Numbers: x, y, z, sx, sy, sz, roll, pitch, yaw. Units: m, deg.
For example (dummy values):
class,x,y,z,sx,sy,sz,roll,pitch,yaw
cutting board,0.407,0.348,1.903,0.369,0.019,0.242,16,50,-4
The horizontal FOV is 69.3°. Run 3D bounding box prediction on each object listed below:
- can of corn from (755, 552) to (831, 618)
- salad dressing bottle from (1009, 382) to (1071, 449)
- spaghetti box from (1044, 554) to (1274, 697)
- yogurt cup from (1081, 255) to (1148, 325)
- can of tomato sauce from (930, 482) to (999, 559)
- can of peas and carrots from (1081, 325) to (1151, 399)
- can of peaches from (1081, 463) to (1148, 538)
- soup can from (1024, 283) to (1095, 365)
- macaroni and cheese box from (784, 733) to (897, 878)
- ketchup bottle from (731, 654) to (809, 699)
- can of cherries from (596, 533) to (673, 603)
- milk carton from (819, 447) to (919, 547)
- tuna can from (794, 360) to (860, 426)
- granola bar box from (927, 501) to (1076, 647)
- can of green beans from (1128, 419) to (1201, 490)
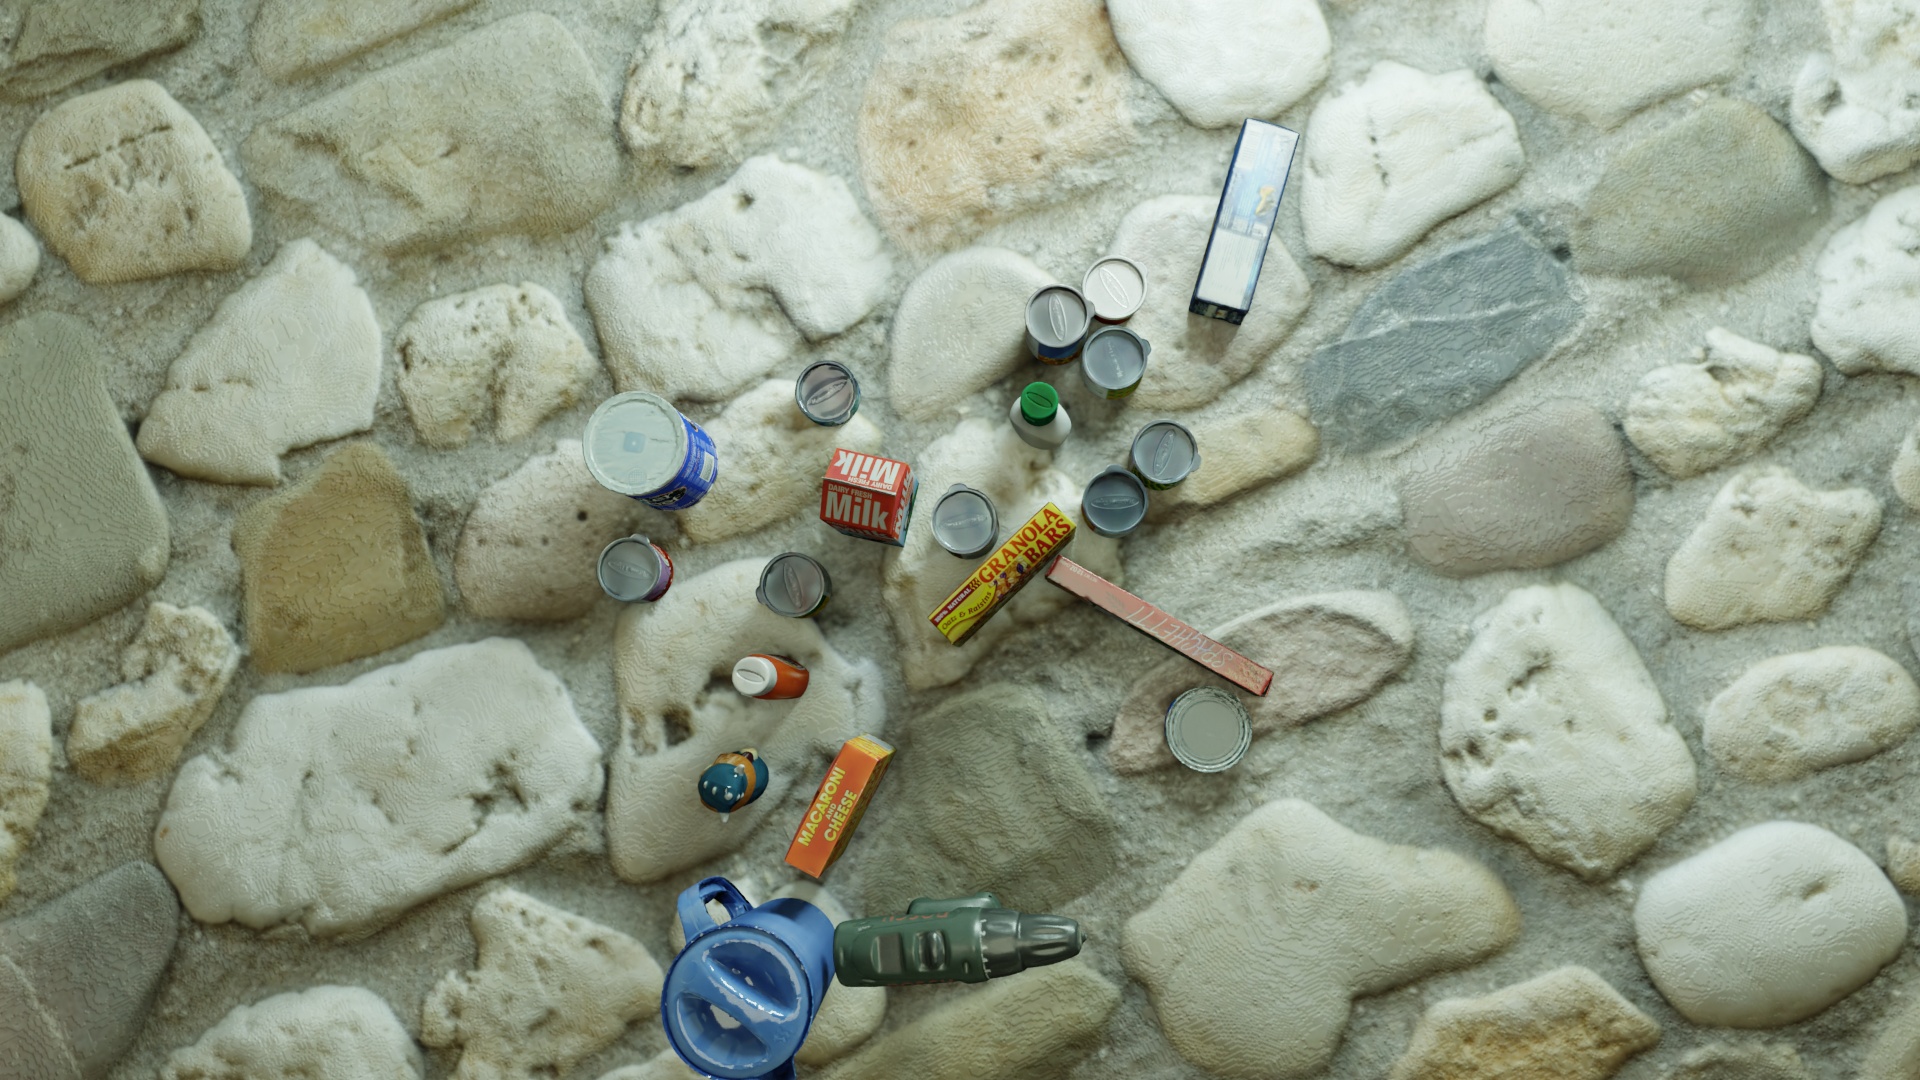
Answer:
class,x,y,z,sx,sy,sz,roll,pitch,yaw
can of corn,-0.171,0.048,1.429,0.071,0.058,0.071,0,84,3
salad dressing bottle,0.079,-0.125,1.388,0.064,0.147,0.044,29,87,6
spaghetti box,0.200,0.087,1.407,0.250,0.050,0.028,29,87,6
yogurt cup,0.159,-0.257,1.445,0.072,0.054,0.072,0,84,3
can of tomato sauce,0.005,-0.018,1.413,0.071,0.083,0.071,0,84,3
can of peas and carrots,0.160,-0.184,1.434,0.071,0.058,0.071,0,84,3
can of peaches,0.157,-0.039,1.419,0.071,0.058,0.071,0,84,3
soup can,0.102,-0.221,1.429,0.071,0.083,0.071,0,84,3
macaroni and cheese box,-0.115,0.253,1.349,0.040,0.166,0.124,27,87,6
ketchup bottle,-0.192,0.135,1.375,0.065,0.148,0.043,17,86,5
can of cherries,-0.335,0.030,1.440,0.071,0.058,0.071,0,84,3
milk carton,-0.089,-0.042,1.367,0.072,0.190,0.073,13,85,5
tuna can,-0.138,-0.152,1.461,0.071,0.033,0.071,0,84,3
granola bar box,0.042,0.035,1.385,0.165,0.124,0.039,-44,84,-2
can of green beans,0.207,-0.087,1.422,0.071,0.058,0.071,0,84,3
